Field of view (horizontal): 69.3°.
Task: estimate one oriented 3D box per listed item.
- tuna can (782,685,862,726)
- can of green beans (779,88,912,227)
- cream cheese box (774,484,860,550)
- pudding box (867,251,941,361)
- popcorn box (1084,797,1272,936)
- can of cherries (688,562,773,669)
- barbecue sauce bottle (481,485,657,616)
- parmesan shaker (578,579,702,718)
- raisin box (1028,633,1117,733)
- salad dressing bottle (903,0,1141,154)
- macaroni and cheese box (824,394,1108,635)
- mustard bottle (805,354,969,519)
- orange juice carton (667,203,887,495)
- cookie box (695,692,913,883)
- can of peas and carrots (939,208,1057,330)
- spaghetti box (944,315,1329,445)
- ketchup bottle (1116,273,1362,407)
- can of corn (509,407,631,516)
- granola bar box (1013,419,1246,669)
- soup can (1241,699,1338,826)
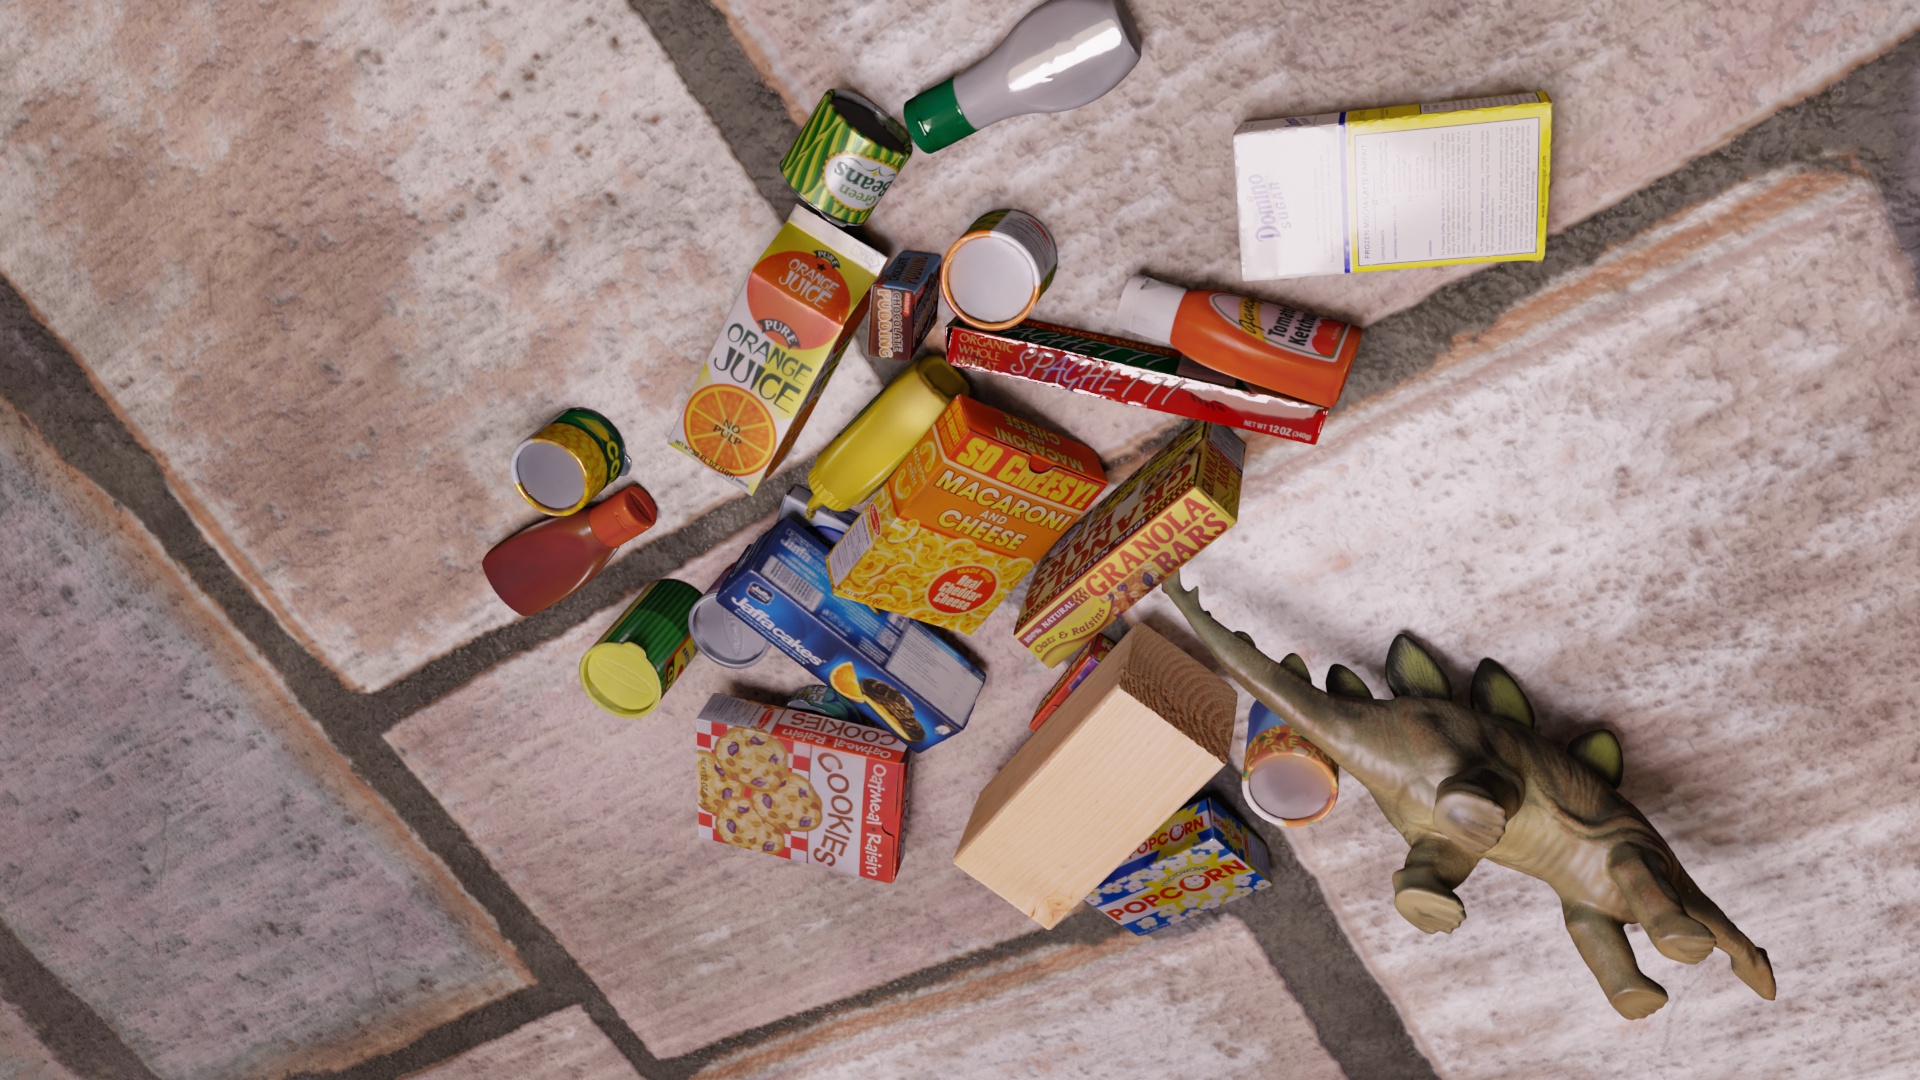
[{"bbox_3d":[-0.115,0.149,1.113,0.071,0.033,0.070,6,118,12],"label":"tuna can"},{"bbox_3d":[-0.072,-0.244,0.885,0.071,0.071,0.057,38,119,-5],"label":"can of green beans"},{"bbox_3d":[-0.089,0.004,1.038,0.104,0.024,0.053,25,119,2],"label":"cream cheese box"},{"bbox_3d":[-0.036,-0.155,0.910,0.030,0.084,0.049,9,118,8],"label":"pudding box"},{"bbox_3d":[0.163,0.254,1.070,0.126,0.038,0.085,-30,127,26],"label":"popcorn box"},{"bbox_3d":[-0.164,0.056,1.066,0.071,0.059,0.071,6,116,13],"label":"can of cherries"},{"bbox_3d":[-0.303,0.005,1.087,0.148,0.044,0.064,-27,107,25],"label":"barbecue sauce bottle"},{"bbox_3d":[-0.239,0.080,1.072,0.071,0.103,0.071,7,118,12],"label":"parmesan shaker"},{"bbox_3d":[0.127,0.138,1.038,0.123,0.040,0.085,34,121,-2],"label":"raisin box"},{"bbox_3d":[0.035,-0.283,0.850,0.147,0.044,0.064,-19,111,24],"label":"salad dressing bottle"},{"bbox_3d":[0.003,-0.012,0.963,0.124,0.040,0.165,19,126,-34],"label":"macaroni and cheese box"},{"bbox_3d":[-0.063,-0.064,0.973,0.049,0.065,0.159,48,118,-3],"label":"mustard bottle"},{"bbox_3d":[-0.122,-0.132,0.951,0.072,0.073,0.191,32,119,-2],"label":"orange juice carton"},{"bbox_3d":[-0.124,0.196,1.096,0.167,0.040,0.122,11,120,10],"label":"cookie box"},{"bbox_3d":[0.024,-0.173,0.898,0.071,0.059,0.070,6,117,13],"label":"can of peas and carrots"},{"bbox_3d":[0.114,-0.110,0.910,0.250,0.050,0.028,13,118,9],"label":"spaghetti box"},{"bbox_3d":[0.174,-0.130,0.879,0.149,0.065,0.043,20,133,15],"label":"ketchup bottle"},{"bbox_3d":[-0.293,-0.058,1.044,0.071,0.058,0.070,7,118,13],"label":"can of corn"},{"bbox_3d":[0.113,-0.002,0.922,0.039,0.125,0.165,43,119,-9],"label":"granola bar box"},{"bbox_3d":[0.238,0.151,0.988,0.071,0.084,0.071,6,117,12],"label":"soup can"}]
